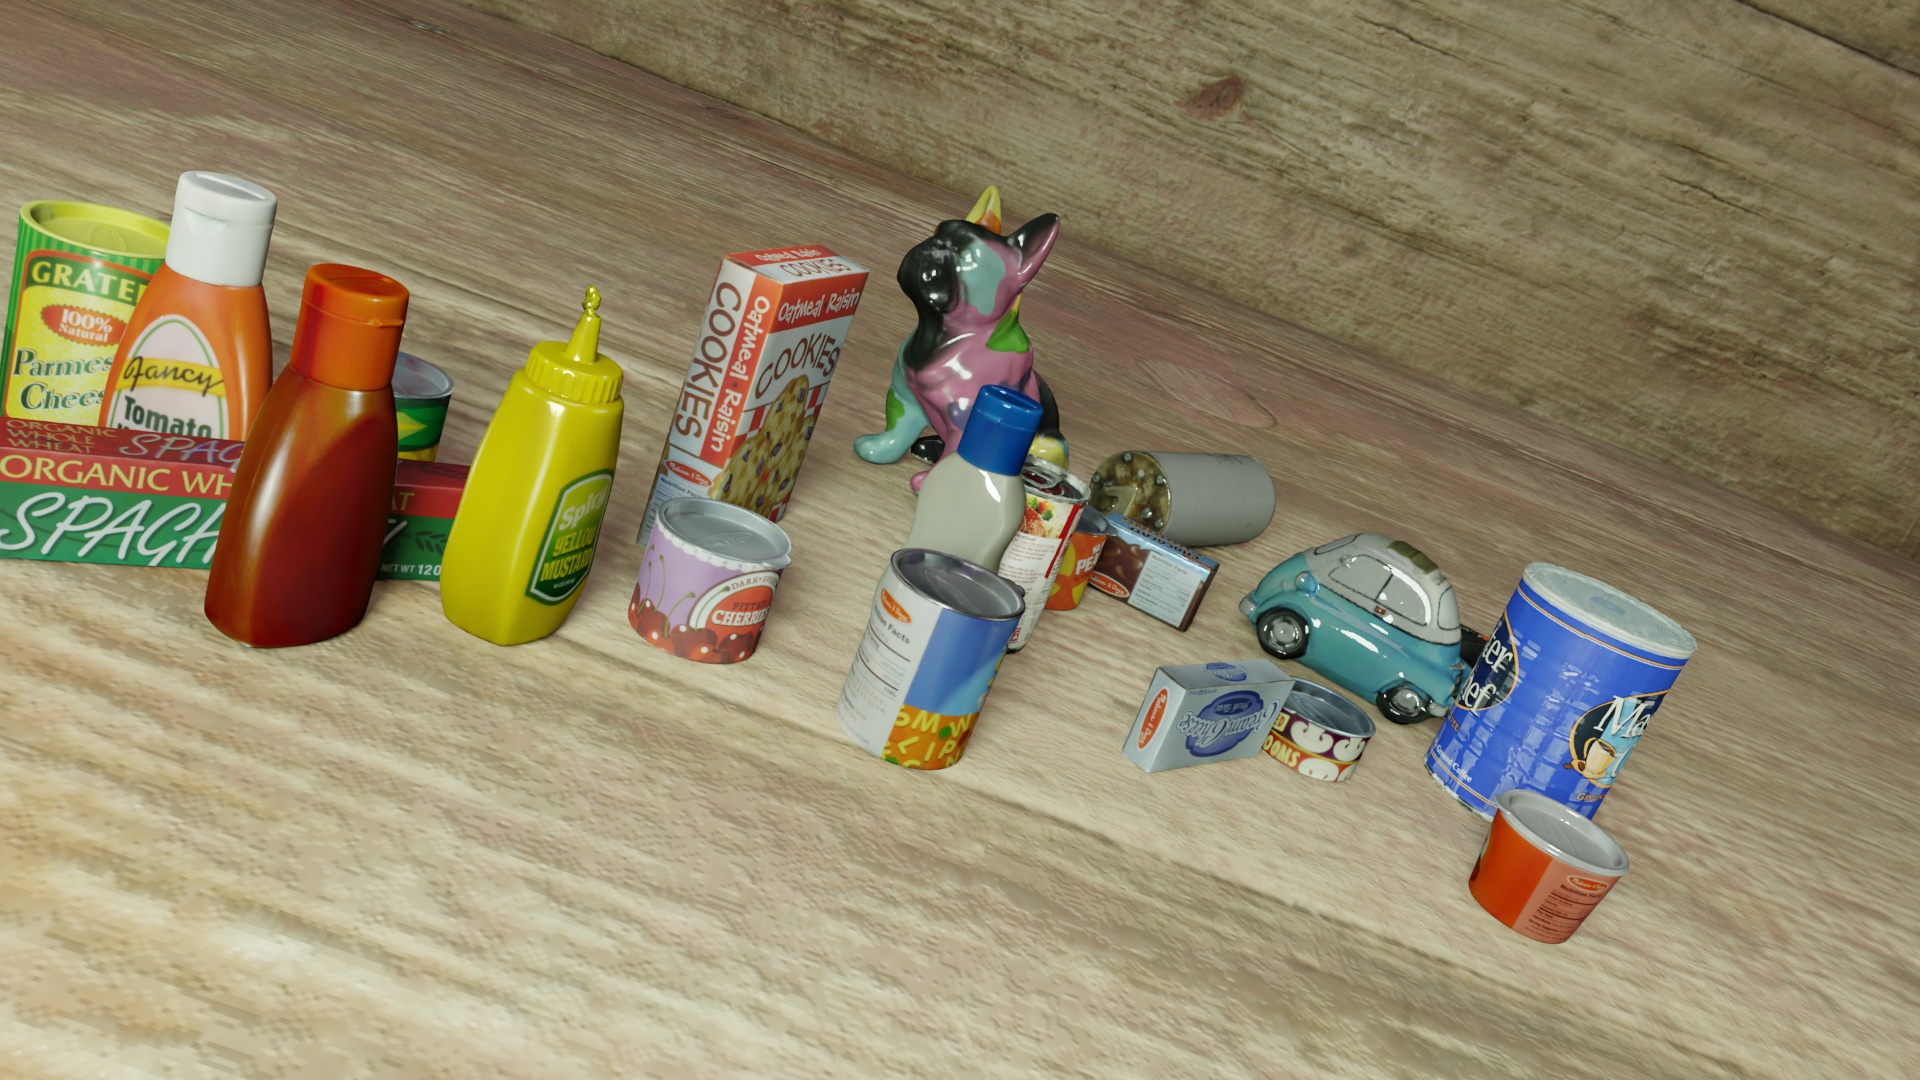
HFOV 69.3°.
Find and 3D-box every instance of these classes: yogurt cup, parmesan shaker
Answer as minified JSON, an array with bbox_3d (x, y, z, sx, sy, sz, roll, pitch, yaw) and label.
[{"bbox_3d":[0.300,0.170,0.718,0.072,0.053,0.072,19,19,-7],"label":"yogurt cup"},{"bbox_3d":[-0.387,-0.092,0.626,0.071,0.102,0.071,19,19,-7],"label":"parmesan shaker"}]

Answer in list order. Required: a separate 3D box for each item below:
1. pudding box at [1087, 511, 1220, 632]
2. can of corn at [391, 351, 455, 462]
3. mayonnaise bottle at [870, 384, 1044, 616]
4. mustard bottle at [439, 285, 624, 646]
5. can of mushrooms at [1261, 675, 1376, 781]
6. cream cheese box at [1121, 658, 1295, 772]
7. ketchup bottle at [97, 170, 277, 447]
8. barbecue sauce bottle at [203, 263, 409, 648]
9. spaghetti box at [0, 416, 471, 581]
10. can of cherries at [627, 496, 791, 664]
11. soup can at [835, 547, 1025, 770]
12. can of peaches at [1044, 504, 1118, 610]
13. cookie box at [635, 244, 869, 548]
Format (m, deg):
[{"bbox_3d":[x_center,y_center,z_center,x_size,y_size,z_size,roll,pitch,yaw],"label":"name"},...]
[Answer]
[{"bbox_3d":[0.127,0.020,0.942,0.084,0.049,0.030,26,19,14],"label":"pudding box"},{"bbox_3d":[-0.299,-0.060,0.702,0.071,0.058,0.071,19,19,-7],"label":"can of corn"},{"bbox_3d":[0.003,-0.009,0.744,0.065,0.147,0.041,28,20,20],"label":"mayonnaise bottle"},{"bbox_3d":[-0.178,-0.033,0.601,0.049,0.159,0.065,26,19,12],"label":"mustard bottle"},{"bbox_3d":[0.203,0.109,0.810,0.071,0.033,0.071,19,19,-7],"label":"can of mushrooms"},{"bbox_3d":[0.134,0.093,0.750,0.104,0.053,0.024,1,27,-45],"label":"cream cheese box"},{"bbox_3d":[-0.324,-0.080,0.592,0.065,0.148,0.044,19,19,-8],"label":"ketchup bottle"},{"bbox_3d":[-0.249,-0.032,0.543,0.044,0.148,0.065,28,20,18],"label":"barbecue sauce bottle"},{"bbox_3d":[-0.281,-0.012,0.605,0.250,0.050,0.029,5,25,-39],"label":"spaghetti box"},{"bbox_3d":[-0.120,0.020,0.673,0.071,0.058,0.072,19,19,-7],"label":"can of cherries"},{"bbox_3d":[-0.013,0.055,0.652,0.071,0.083,0.071,19,19,-7],"label":"soup can"},{"bbox_3d":[0.059,0.006,0.897,0.071,0.058,0.071,19,19,-7],"label":"can of peaches"},{"bbox_3d":[-0.115,-0.079,0.779,0.040,0.166,0.123,25,19,10],"label":"cookie box"}]
